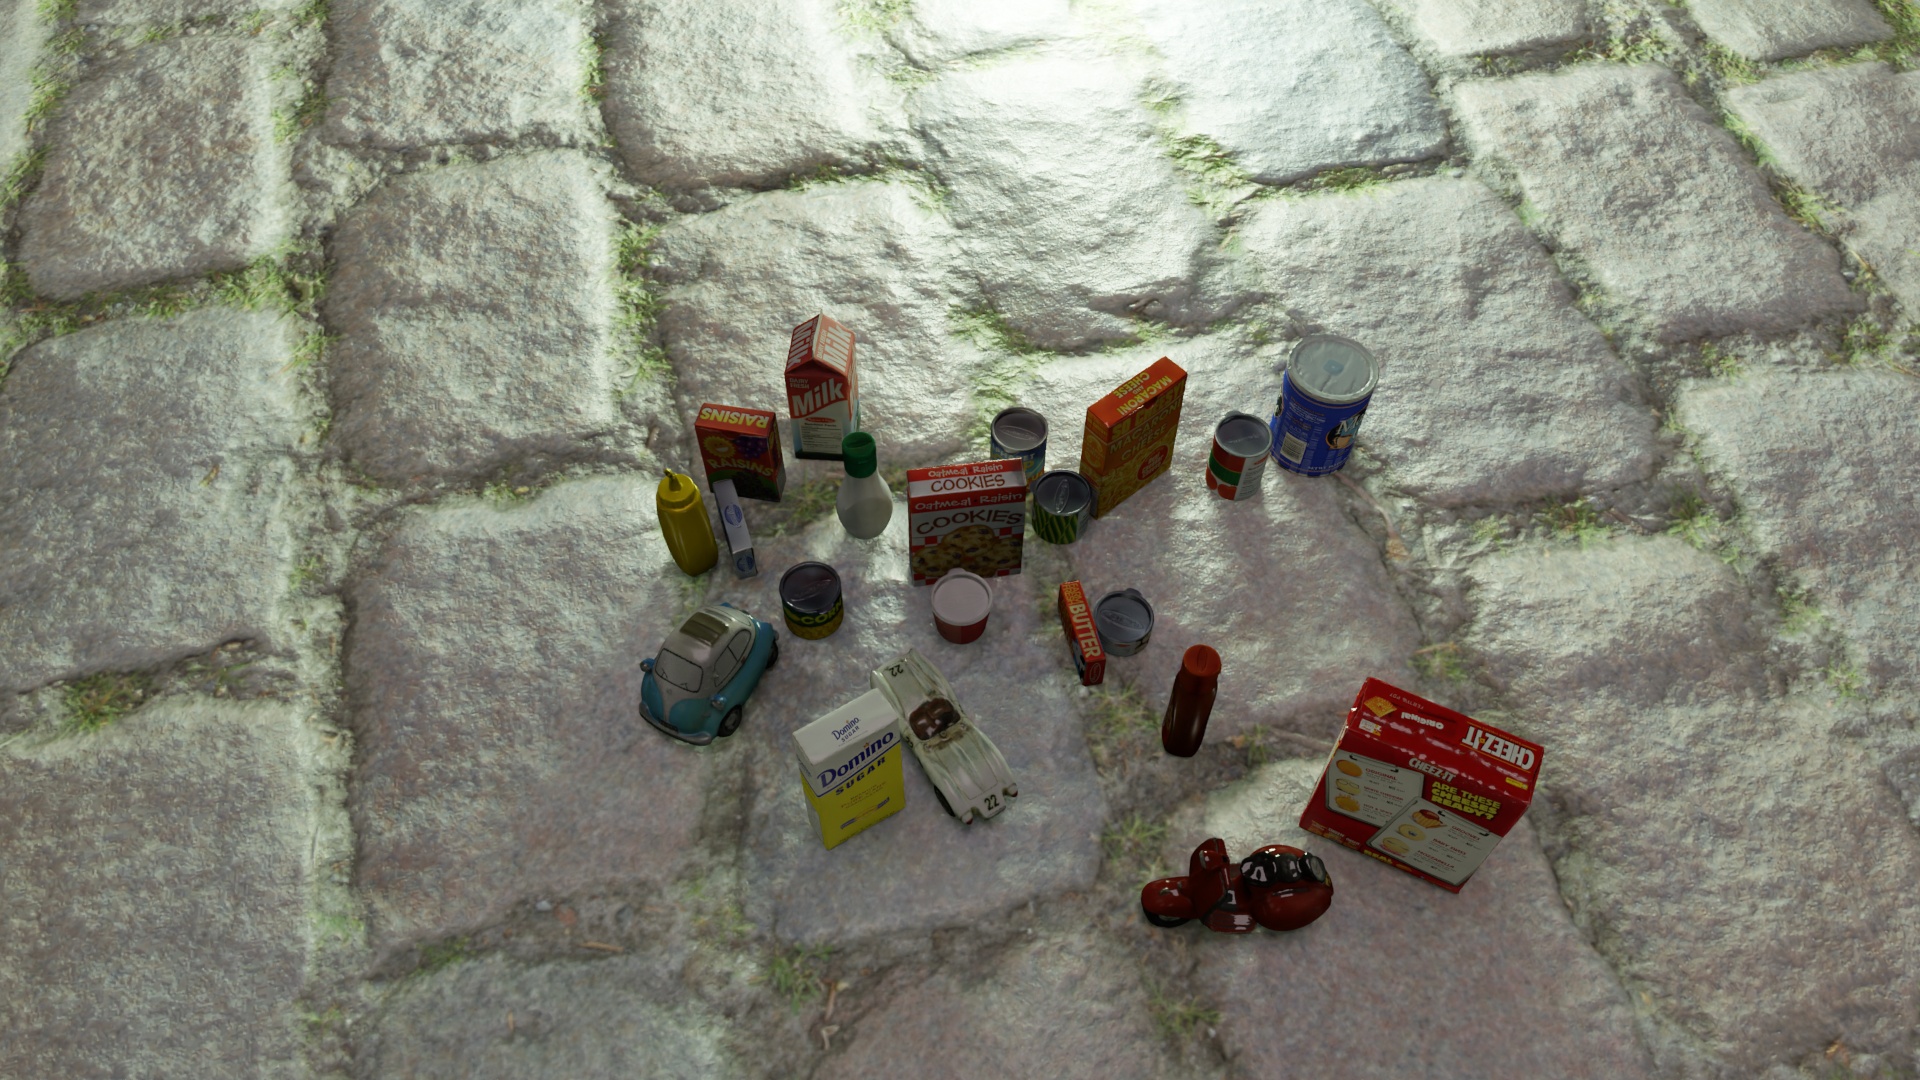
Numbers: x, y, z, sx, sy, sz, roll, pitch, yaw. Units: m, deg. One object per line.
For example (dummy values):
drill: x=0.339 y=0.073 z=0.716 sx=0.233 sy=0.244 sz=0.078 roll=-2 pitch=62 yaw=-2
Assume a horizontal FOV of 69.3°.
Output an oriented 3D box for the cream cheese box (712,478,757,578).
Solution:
cream cheese box: x=-0.253 y=-0.013 z=1.559 sx=0.024 sy=0.053 sz=0.104 roll=-15 pitch=56 yaw=-11

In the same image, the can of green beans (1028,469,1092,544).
can of green beans: x=0.114 y=-0.038 z=1.578 sx=0.071 sy=0.057 sz=0.071 roll=0 pitch=54 yaw=0

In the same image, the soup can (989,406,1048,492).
soup can: x=0.066 y=-0.101 z=1.607 sx=0.071 sy=0.083 sz=0.072 roll=0 pitch=54 yaw=0

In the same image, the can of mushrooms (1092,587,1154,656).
can of mushrooms: x=0.176 y=0.088 z=1.502 sx=0.071 sy=0.033 sz=0.071 roll=0 pitch=54 yaw=0

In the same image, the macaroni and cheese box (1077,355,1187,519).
macaroni and cheese box: x=0.193 y=-0.114 z=1.567 sx=0.124 sy=0.165 sz=0.040 roll=-35 pitch=62 yaw=-23

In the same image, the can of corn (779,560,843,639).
can of corn: x=-0.159 y=0.067 z=1.499 sx=0.071 sy=0.058 sz=0.071 roll=0 pitch=54 yaw=0

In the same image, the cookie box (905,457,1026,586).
cookie box: x=0.005 y=-0.019 z=1.496 sx=0.123 sy=0.166 sz=0.040 roll=-7 pitch=55 yaw=-5

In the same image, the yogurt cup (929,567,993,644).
yogurt cup: x=0.001 y=0.075 z=1.497 sx=0.072 sy=0.053 sz=0.073 roll=0 pitch=54 yaw=0

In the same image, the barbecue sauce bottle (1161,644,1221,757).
barbecue sauce bottle: x=0.231 y=0.156 z=1.383 sx=0.044 sy=0.147 sz=0.065 roll=10 pitch=55 yaw=7

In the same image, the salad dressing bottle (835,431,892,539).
salad dressing bottle: x=-0.108 y=-0.061 z=1.537 sx=0.064 sy=0.146 sz=0.044 roll=-13 pitch=55 yaw=-9

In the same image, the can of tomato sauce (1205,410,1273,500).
can of tomato sauce: x=0.320 y=-0.097 z=1.607 sx=0.071 sy=0.082 sz=0.071 roll=0 pitch=54 yaw=0

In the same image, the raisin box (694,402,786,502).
raisin box: x=-0.249 y=-0.099 z=1.578 sx=0.086 sy=0.122 sz=0.040 roll=9 pitch=55 yaw=6

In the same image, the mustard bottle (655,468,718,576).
mustard bottle: x=-0.299 y=-0.026 z=1.503 sx=0.049 sy=0.159 sz=0.065 roll=-30 pitch=60 yaw=-20

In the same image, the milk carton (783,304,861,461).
milk carton: x=-0.158 y=-0.178 z=1.596 sx=0.073 sy=0.189 sz=0.073 roll=4 pitch=54 yaw=2

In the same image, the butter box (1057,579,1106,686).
butter box: x=0.129 y=0.098 z=1.482 sx=0.024 sy=0.052 sz=0.104 roll=-10 pitch=55 yaw=-8
